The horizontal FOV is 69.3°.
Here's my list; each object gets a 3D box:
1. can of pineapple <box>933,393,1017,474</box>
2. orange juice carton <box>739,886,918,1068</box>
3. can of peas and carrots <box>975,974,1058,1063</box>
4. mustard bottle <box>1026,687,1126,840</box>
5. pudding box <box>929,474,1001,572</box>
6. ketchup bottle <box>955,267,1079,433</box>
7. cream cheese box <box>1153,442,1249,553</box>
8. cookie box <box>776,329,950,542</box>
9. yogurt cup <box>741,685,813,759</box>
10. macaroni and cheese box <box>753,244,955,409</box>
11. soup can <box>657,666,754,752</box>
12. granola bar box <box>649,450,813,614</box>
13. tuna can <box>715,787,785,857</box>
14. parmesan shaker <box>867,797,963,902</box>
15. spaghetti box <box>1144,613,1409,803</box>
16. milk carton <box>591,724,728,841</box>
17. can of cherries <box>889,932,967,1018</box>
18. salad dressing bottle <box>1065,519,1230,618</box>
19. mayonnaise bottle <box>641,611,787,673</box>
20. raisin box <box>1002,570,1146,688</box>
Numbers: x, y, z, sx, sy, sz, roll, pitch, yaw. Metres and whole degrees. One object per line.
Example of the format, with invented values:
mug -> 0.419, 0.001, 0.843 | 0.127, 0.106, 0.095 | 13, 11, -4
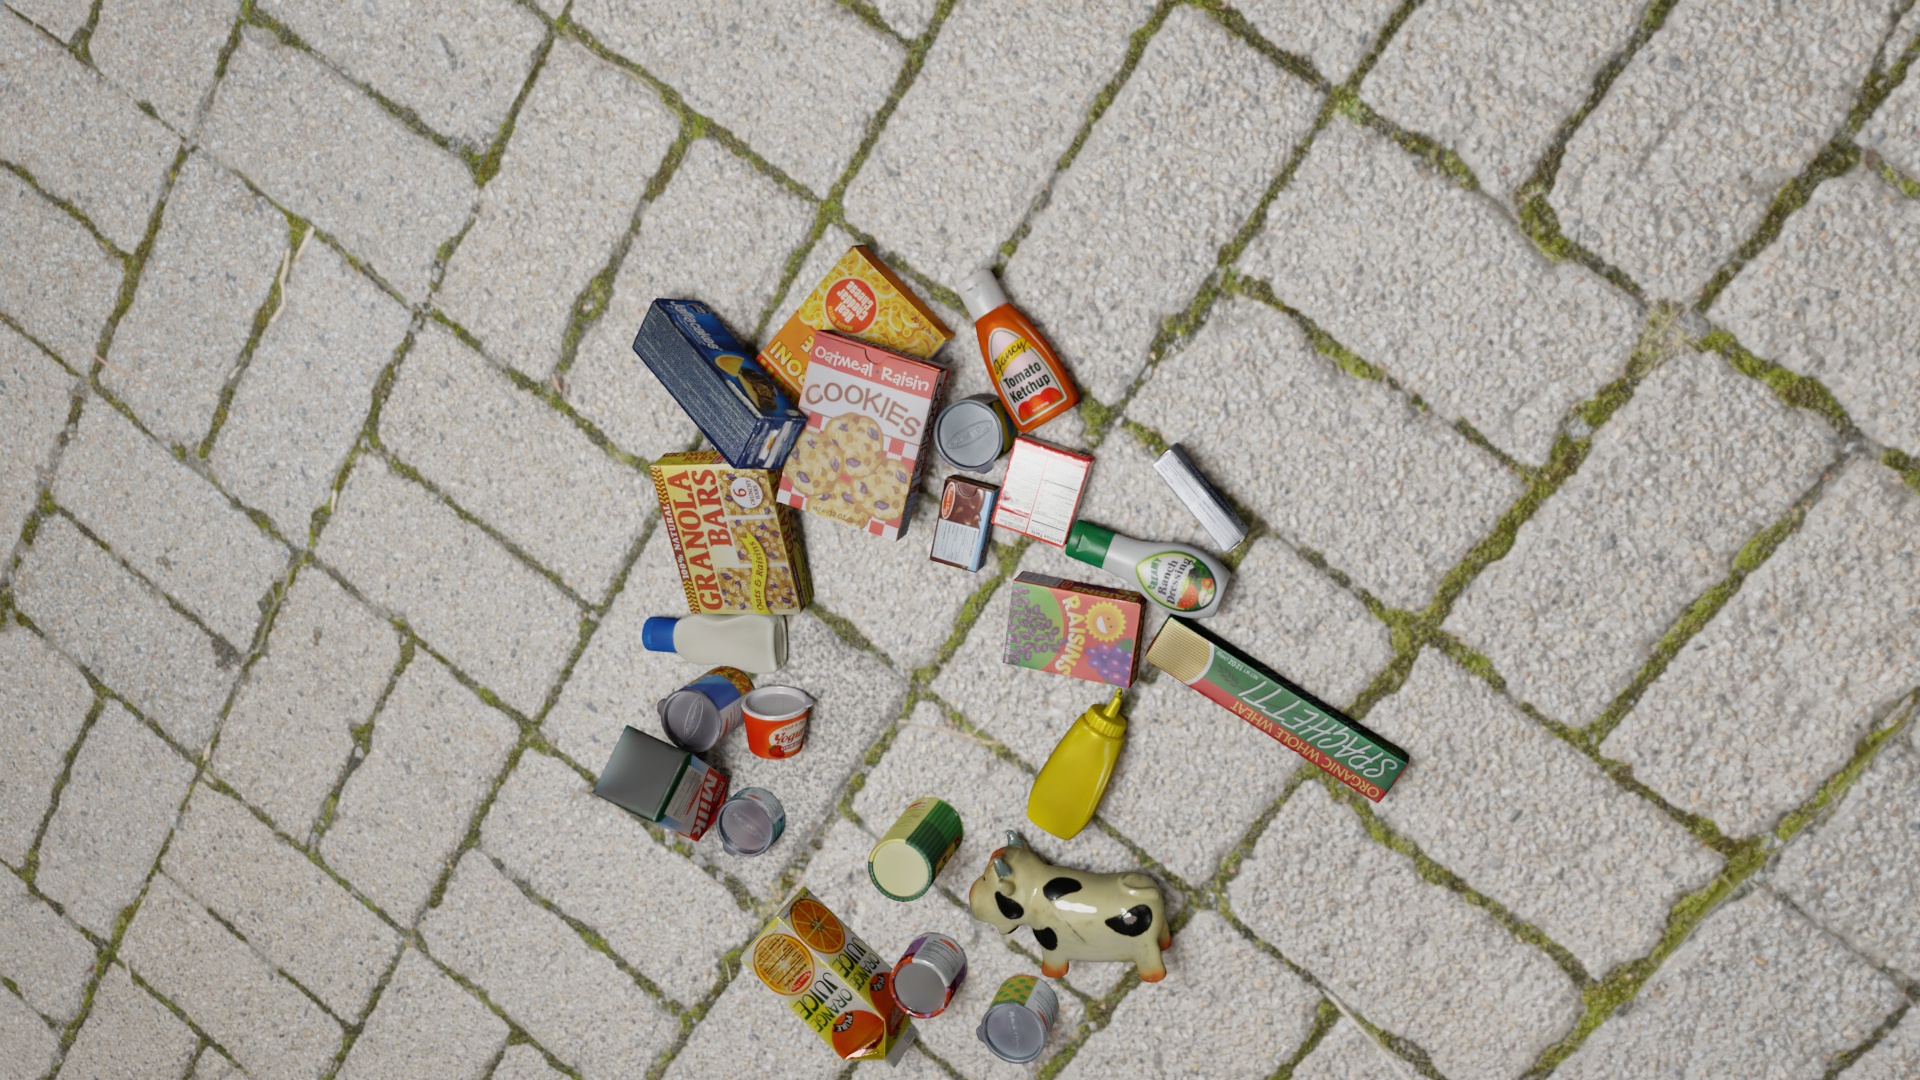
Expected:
can of pineapple -> 0.015, -0.099, 1.281 | 0.071, 0.058, 0.070 | 4, 103, 17
orange juice carton -> -0.126, 0.460, 1.435 | 0.193, 0.072, 0.072 | 42, 110, 5
can of peas and carrots -> 0.058, 0.478, 1.389 | 0.071, 0.059, 0.070 | 4, 103, 17
mustard bottle -> 0.120, 0.206, 1.318 | 0.065, 0.049, 0.159 | 29, 108, 9
pudding box -> 0.005, -0.017, 1.316 | 0.050, 0.030, 0.083 | 15, 105, 15
ketchup bottle -> 0.047, -0.175, 1.263 | 0.064, 0.043, 0.148 | -29, 91, 18
cream cheese box -> 0.214, -0.038, 1.235 | 0.024, 0.053, 0.104 | -41, 88, 19
cookie box -> -0.091, -0.098, 1.280 | 0.123, 0.040, 0.166 | 19, 107, 10
yogurt cup -> -0.186, 0.185, 1.401 | 0.072, 0.073, 0.053 | 9, 112, 15
macaroni and cheese box -> -0.106, -0.175, 1.311 | 0.124, 0.040, 0.166 | 45, 110, 2
soup can -> -0.256, 0.168, 1.407 | 0.071, 0.084, 0.071 | 4, 102, 16
granola bar box -> -0.222, -0.008, 1.361 | 0.124, 0.039, 0.164 | -1, 117, 18
tuna can -> -0.220, 0.295, 1.449 | 0.071, 0.033, 0.071 | 4, 102, 16
parmesan shaker -> -0.045, 0.303, 1.360 | 0.071, 0.103, 0.071 | 4, 103, 16
spaghetti box -> 0.287, 0.151, 1.265 | 0.250, 0.029, 0.050 | 32, 110, 9
milk carton -> -0.292, 0.249, 1.394 | 0.072, 0.190, 0.073 | 21, 74, 13
can of cherries -> -0.034, 0.444, 1.410 | 0.071, 0.058, 0.071 | 3, 102, 16
salad dressing bottle -> 0.169, 0.023, 1.266 | 0.148, 0.044, 0.064 | 21, 101, 12
mayonnaise bottle -> -0.251, 0.099, 1.414 | 0.148, 0.041, 0.064 | 3, 104, 18
raisin box -> 0.107, 0.084, 1.301 | 0.123, 0.040, 0.086 | 10, 103, 16
